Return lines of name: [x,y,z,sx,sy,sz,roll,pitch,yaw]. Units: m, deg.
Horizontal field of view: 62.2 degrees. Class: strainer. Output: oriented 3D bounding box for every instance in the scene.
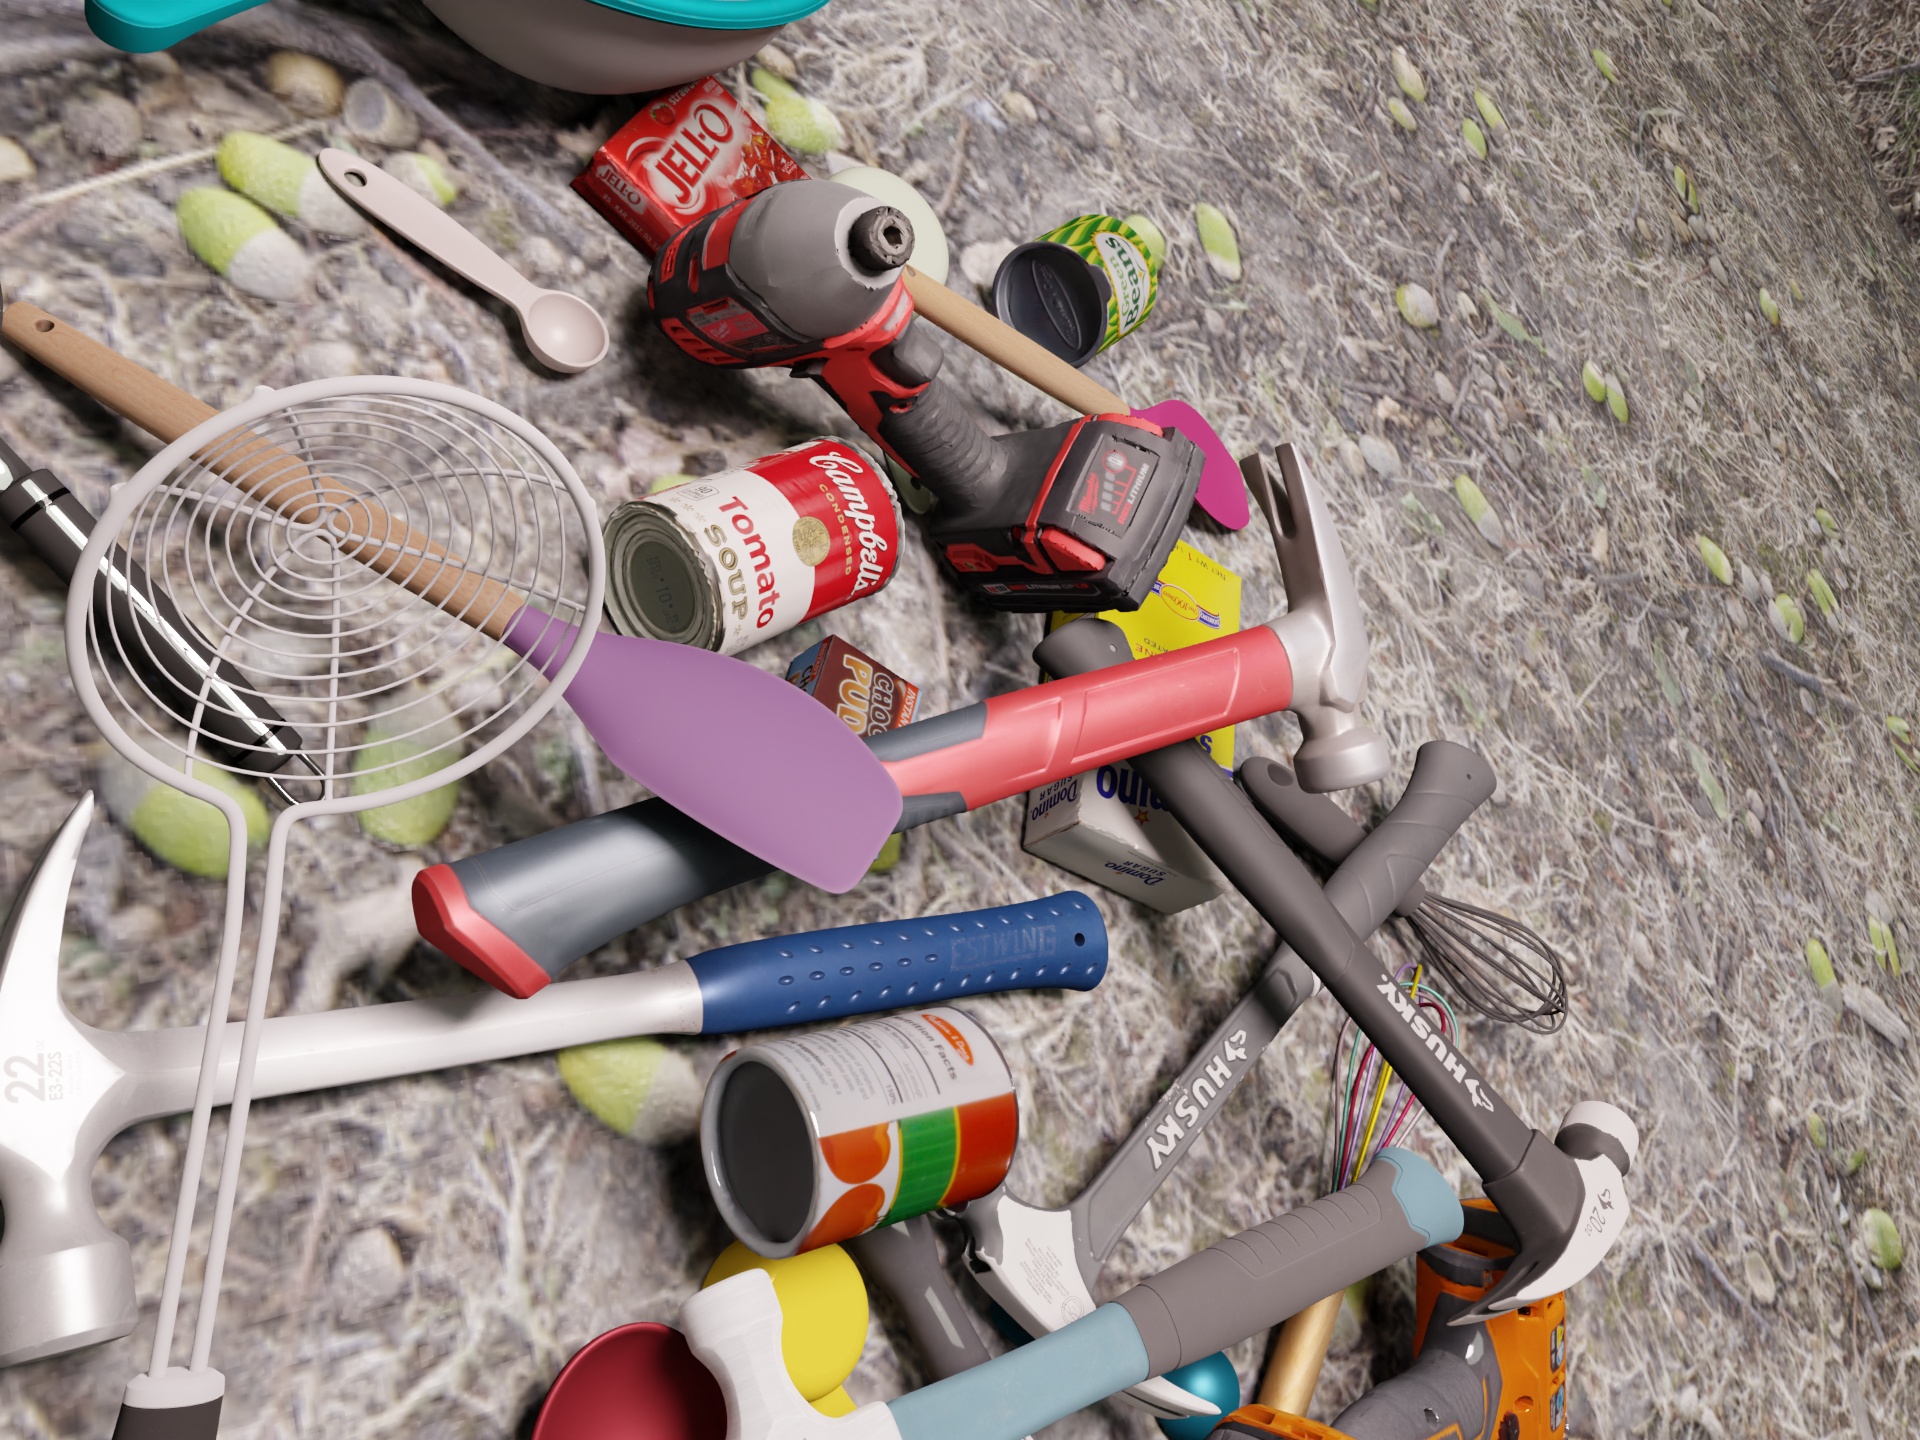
strainer: [-0.278,-0.069,0.462,0.258,0.050,0.087,52,51,-17]
strainer: [-0.186,-0.288,0.607,0.211,0.095,0.340,41,49,-1]

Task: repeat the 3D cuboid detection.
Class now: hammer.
hammer: [-0.102,0.089,0.540,0.405,0.035,0.144,-1,71,-42]
hammer: [0.147,0.123,0.708,0.149,0.036,0.409,52,50,0]
hammer: [-0.001,-0.002,0.561,0.386,0.038,0.143,-16,91,-32]
hammer: [0.067,0.213,0.560,0.331,0.033,0.128,-8,65,-38]
hammer: [0.146,0.091,0.658,0.335,0.035,0.146,50,40,6]

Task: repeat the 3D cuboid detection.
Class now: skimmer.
skimmer: [-0.165,0.101,0.376,0.127,0.090,0.363,15,77,-45]

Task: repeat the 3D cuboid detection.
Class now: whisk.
whisk: [0.021,0.268,0.553,0.070,0.070,0.285,-22,80,-45]
whisk: [0.181,0.213,0.728,0.051,0.047,0.245,37,53,-7]
whisk: [0.234,0.090,0.829,0.238,0.055,0.055,37,49,-16]

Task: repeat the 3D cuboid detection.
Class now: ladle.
ladle: [-0.068,0.335,0.459,0.069,0.031,0.315,-8,77,-41]

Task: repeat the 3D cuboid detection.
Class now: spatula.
spatula: [-0.158,-0.045,0.490,0.316,0.018,0.060,30,54,1]

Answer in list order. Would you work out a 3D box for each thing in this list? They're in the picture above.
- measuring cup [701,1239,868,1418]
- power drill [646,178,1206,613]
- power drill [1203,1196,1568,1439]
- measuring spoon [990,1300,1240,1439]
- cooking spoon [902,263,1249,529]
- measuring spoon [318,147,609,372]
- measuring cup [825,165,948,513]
measuring cup: [-0.030,0.240,0.533,0.062,0.029,0.156,-35,93,-45]
power drill: [-0.009,-0.131,0.642,0.219,0.143,0.078,35,72,-32]
power drill: [0.180,0.312,0.637,0.226,0.084,0.164,-17,106,-47]
measuring spoon: [0.065,0.248,0.619,0.128,0.021,0.042,32,52,-26]
cooking spoon: [0.062,-0.157,0.775,0.318,0.017,0.069,17,58,-50]
measuring spoon: [-0.191,-0.174,0.609,0.124,0.018,0.034,36,50,-14]
measuring cup: [-0.029,-0.178,0.732,0.083,0.038,0.168,-3,73,-42]
